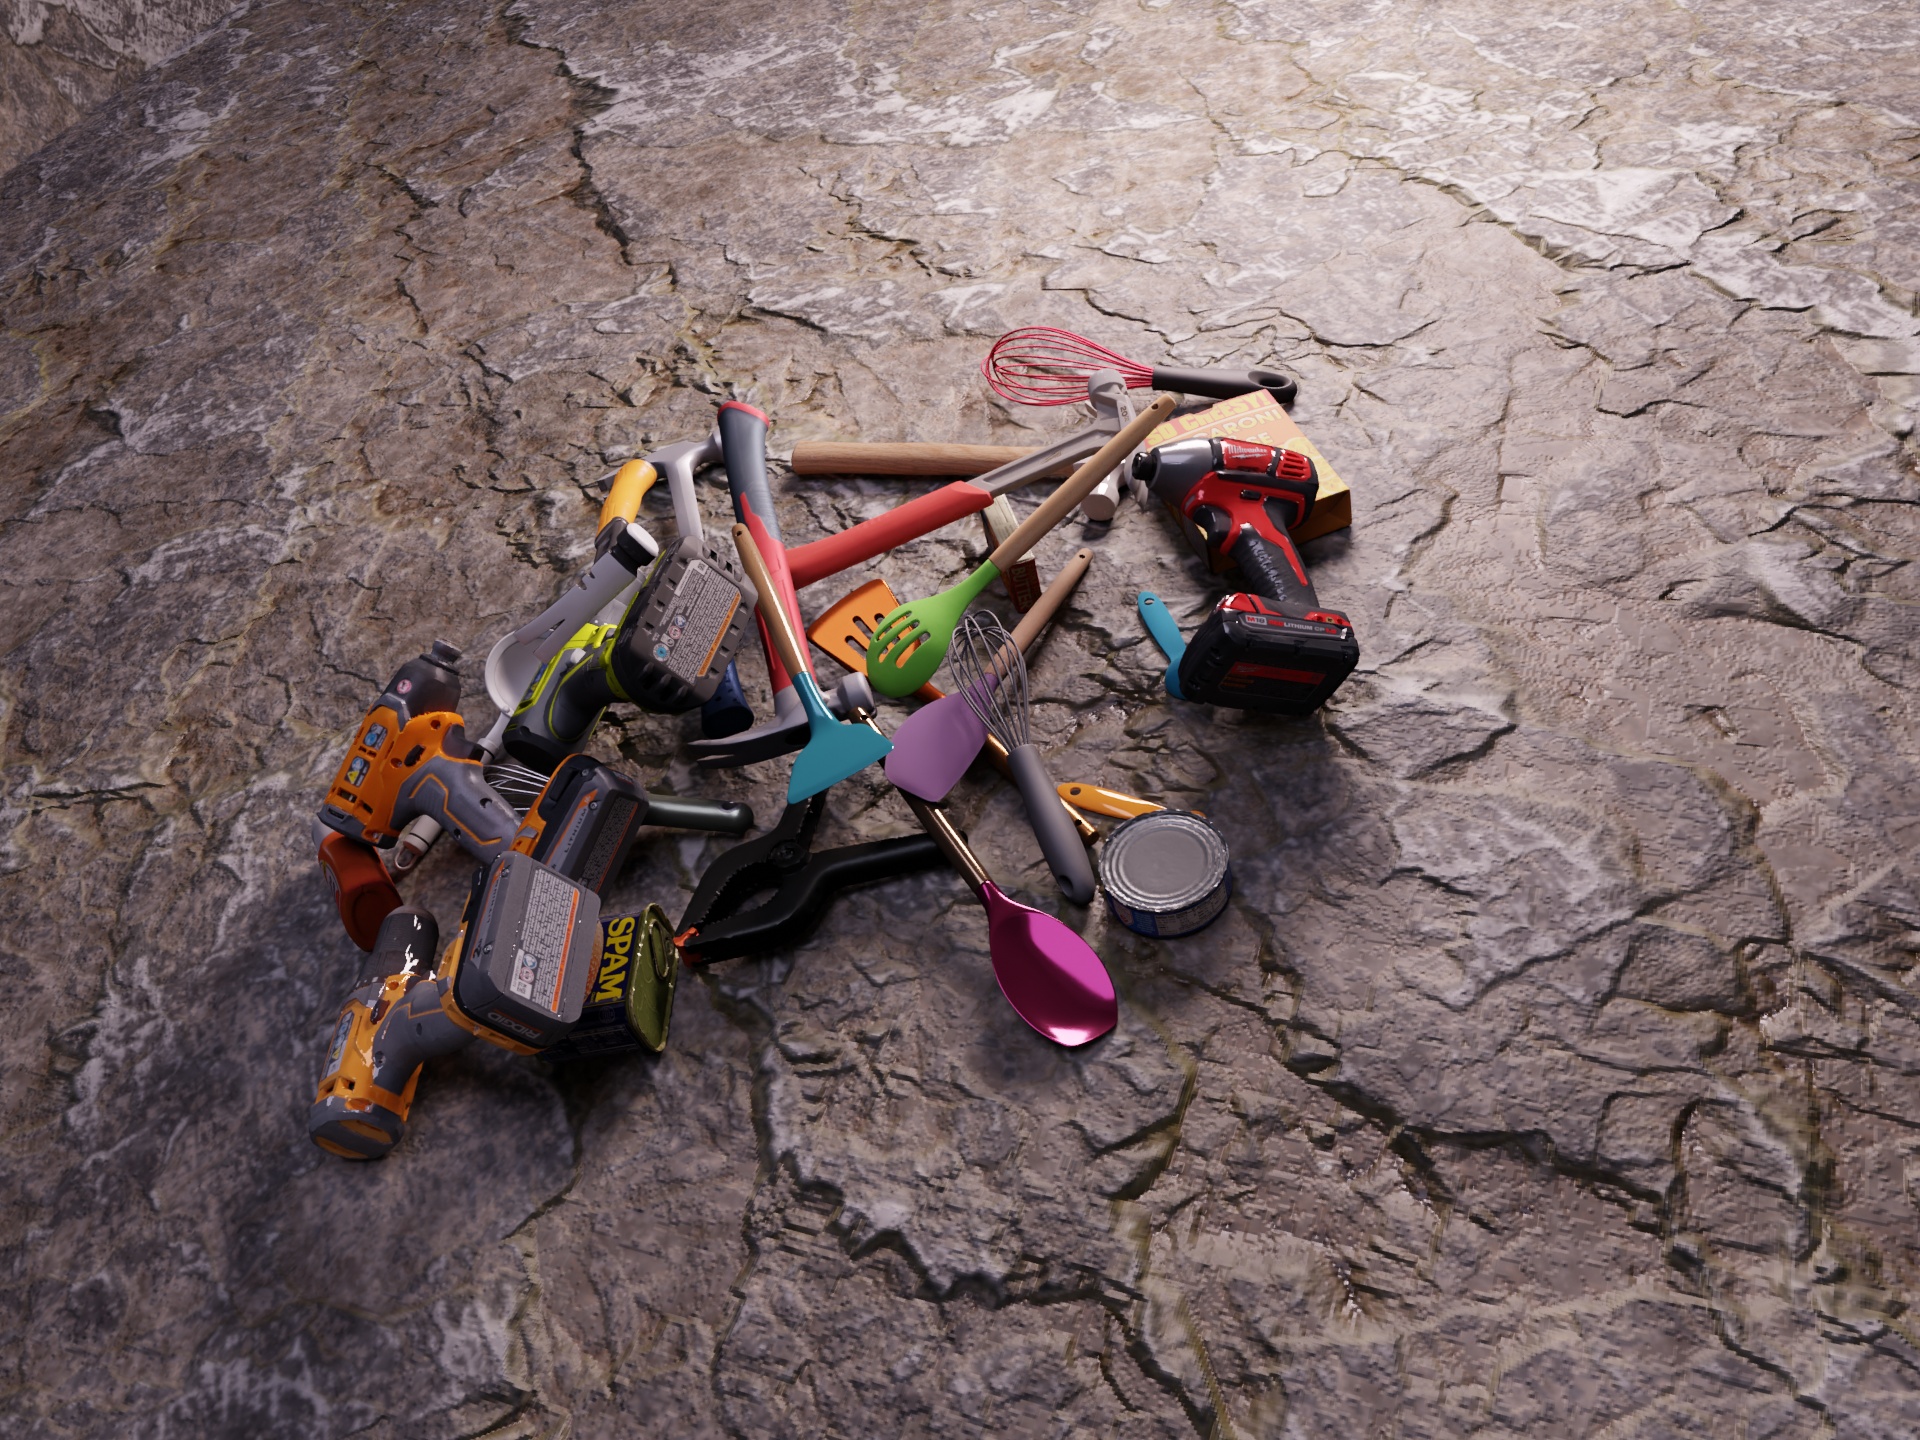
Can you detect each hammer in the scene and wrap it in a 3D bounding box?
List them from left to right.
[{"bbox_3d":[-0.292,-0.154,1.322,0.127,0.034,0.337,-41,21,12],"label":"hammer"},{"bbox_3d":[-0.236,-0.127,1.403,0.144,0.035,0.406,-19,44,-1],"label":"hammer"},{"bbox_3d":[-0.175,-0.127,1.309,0.143,0.038,0.387,-19,51,1],"label":"hammer"},{"bbox_3d":[-0.019,-0.167,1.306,0.359,0.036,0.149,-21,46,18],"label":"hammer"},{"bbox_3d":[-0.001,-0.238,1.438,0.331,0.031,0.130,5,49,23],"label":"hammer"}]

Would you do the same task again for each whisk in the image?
[{"bbox_3d":[-0.274,0.067,1.218,0.246,0.059,0.058,4,24,15],"label":"whisk"},{"bbox_3d":[0.046,0.023,1.117,0.055,0.055,0.239,-21,64,-3],"label":"whisk"},{"bbox_3d":[0.158,-0.315,1.447,0.296,0.073,0.073,10,50,18],"label":"whisk"}]

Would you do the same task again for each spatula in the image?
[{"bbox_3d":[-0.128,-0.055,1.188,0.082,0.044,0.318,-28,50,1],"label":"spatula"},{"bbox_3d":[-0.002,-0.004,1.200,0.081,0.041,0.323,-38,48,-12],"label":"spatula"},{"bbox_3d":[0.032,-0.046,1.211,0.060,0.018,0.316,26,47,13],"label":"spatula"}]

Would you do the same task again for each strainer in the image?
[{"bbox_3d":[-0.386,0.017,1.307,0.087,0.050,0.258,35,61,-10],"label":"strainer"}]

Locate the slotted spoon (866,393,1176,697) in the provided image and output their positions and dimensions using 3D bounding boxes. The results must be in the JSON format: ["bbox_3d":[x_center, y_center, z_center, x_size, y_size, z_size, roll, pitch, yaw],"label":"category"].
[{"bbox_3d":[0.044,-0.136,1.204,0.314,0.031,0.070,-43,57,3],"label":"slotted spoon"}]

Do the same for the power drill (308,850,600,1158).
[{"bbox_3d":[-0.340,0.171,1.063,0.226,0.084,0.186,-34,38,29],"label":"power drill"}]

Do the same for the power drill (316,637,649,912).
[{"bbox_3d":[-0.349,0.043,1.174,0.226,0.084,0.164,22,84,18],"label":"power drill"}]

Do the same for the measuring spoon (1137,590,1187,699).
[{"bbox_3d":[0.161,-0.065,1.219,0.042,0.021,0.129,-20,45,-2],"label":"measuring spoon"}]

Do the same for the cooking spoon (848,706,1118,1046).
[{"bbox_3d":[0.003,0.096,1.084,0.068,0.017,0.319,-22,52,-22],"label":"cooking spoon"}]

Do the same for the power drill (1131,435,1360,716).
[{"bbox_3d":[0.203,-0.117,1.160,0.143,0.078,0.220,7,54,-16],"label":"power drill"}]

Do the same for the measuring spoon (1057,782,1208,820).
[{"bbox_3d":[0.119,0.059,1.117,0.117,0.011,0.021,14,52,29],"label":"measuring spoon"}]

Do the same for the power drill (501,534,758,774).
[{"bbox_3d":[-0.258,-0.063,1.246,0.228,0.080,0.191,-17,44,49],"label":"power drill"}]
